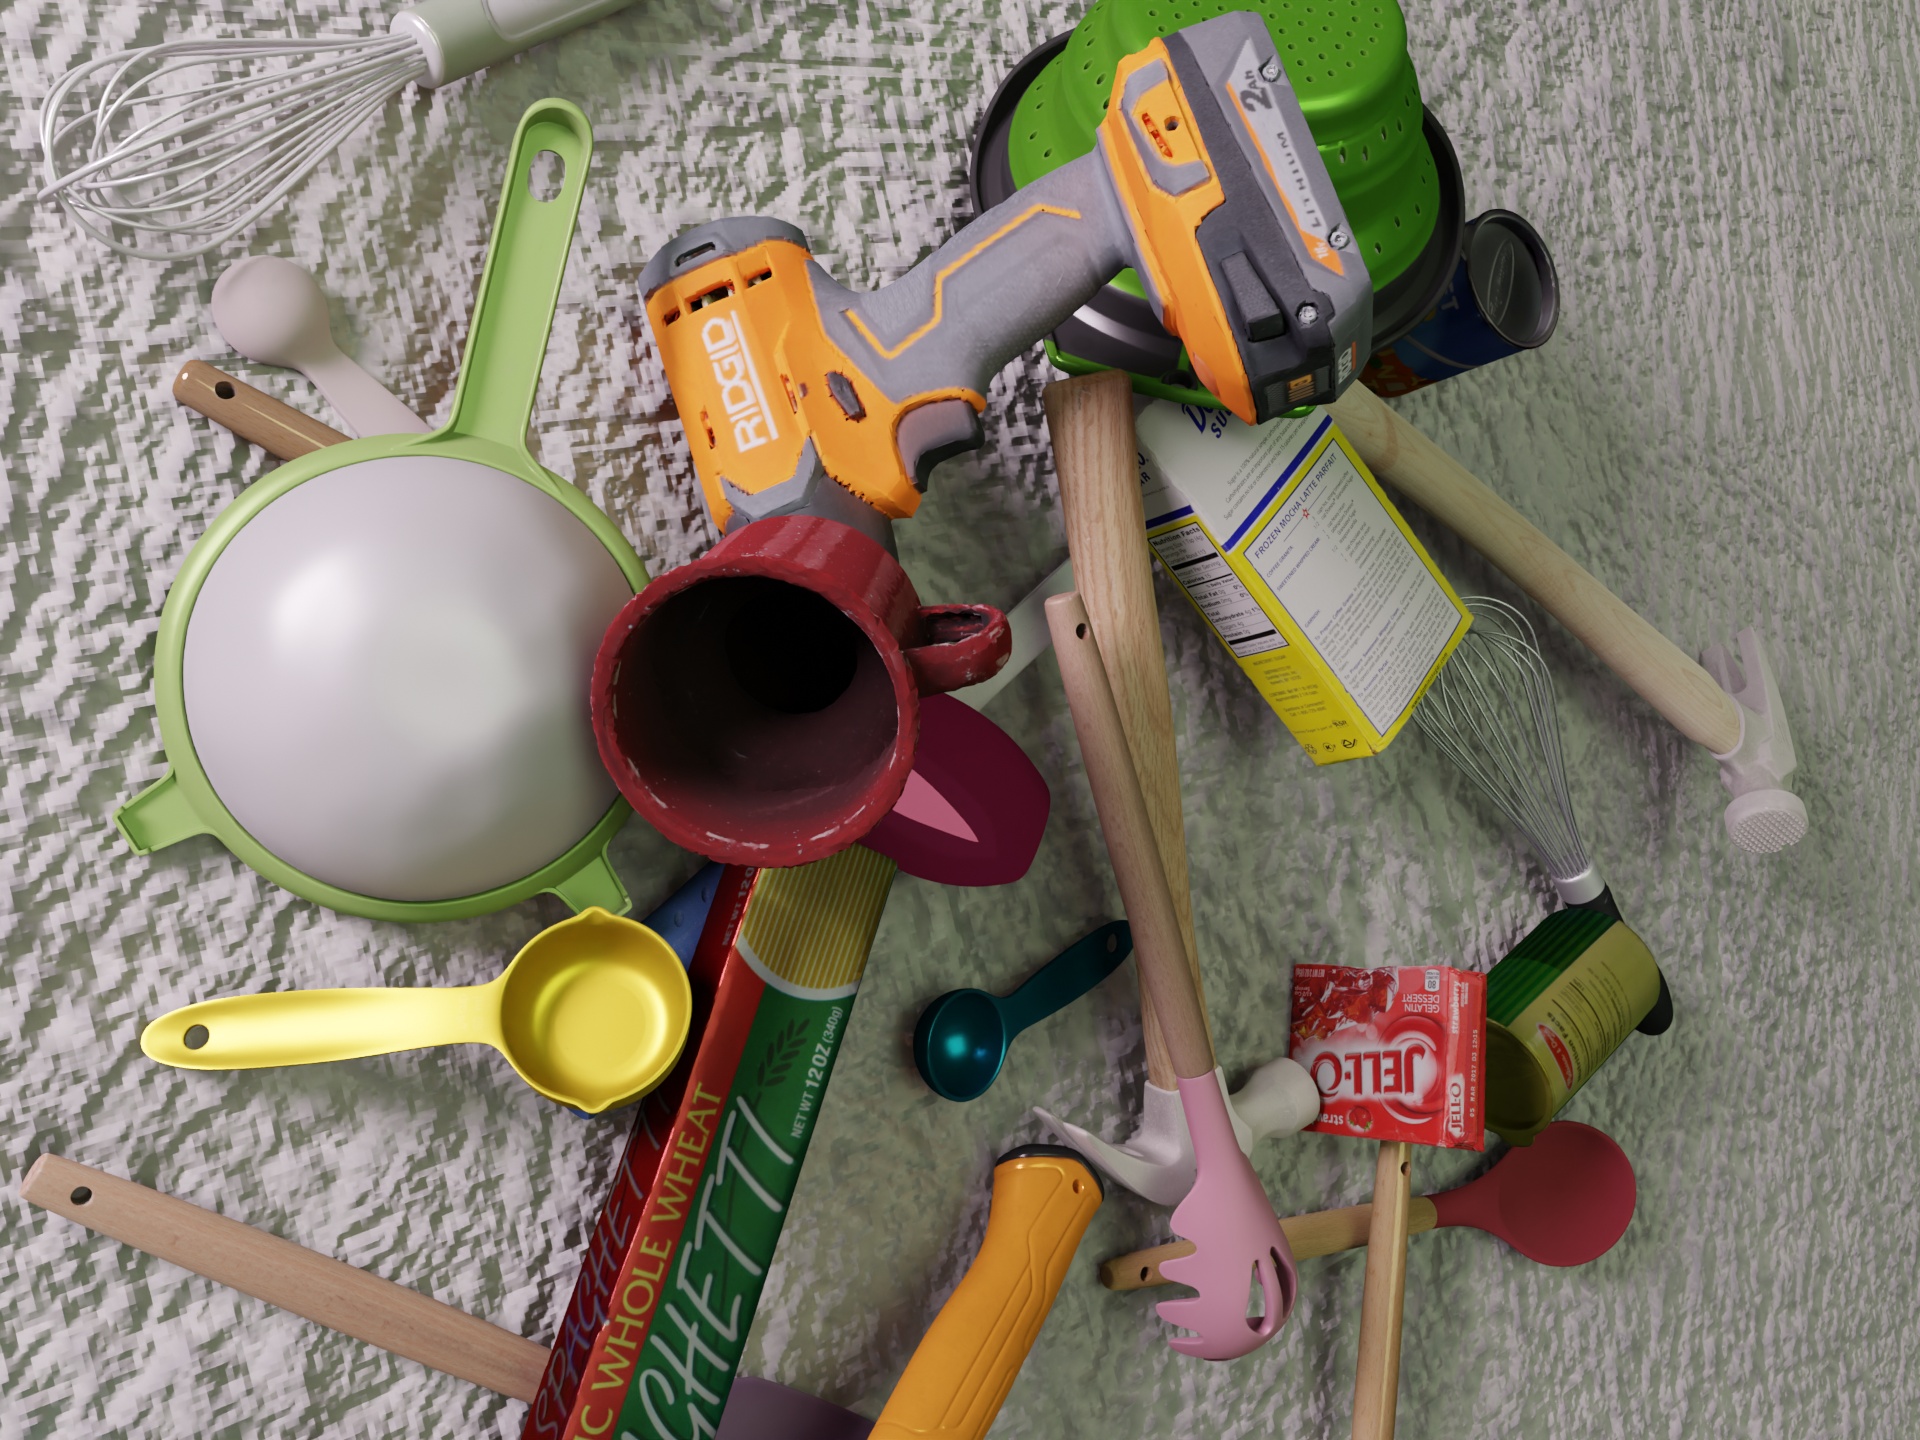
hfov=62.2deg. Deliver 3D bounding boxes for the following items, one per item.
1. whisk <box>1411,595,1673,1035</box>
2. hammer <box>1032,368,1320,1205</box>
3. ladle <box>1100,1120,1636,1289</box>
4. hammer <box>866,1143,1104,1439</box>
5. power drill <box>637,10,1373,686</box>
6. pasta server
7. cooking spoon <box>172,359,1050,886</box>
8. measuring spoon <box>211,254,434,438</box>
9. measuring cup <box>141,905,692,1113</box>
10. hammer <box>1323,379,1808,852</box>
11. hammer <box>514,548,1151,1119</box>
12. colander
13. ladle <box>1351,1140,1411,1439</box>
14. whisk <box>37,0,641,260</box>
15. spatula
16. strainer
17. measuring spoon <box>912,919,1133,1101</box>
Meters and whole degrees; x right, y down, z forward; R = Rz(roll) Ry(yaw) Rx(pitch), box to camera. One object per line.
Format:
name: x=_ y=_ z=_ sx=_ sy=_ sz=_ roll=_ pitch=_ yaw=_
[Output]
whisk: x=0.294 y=0.055 z=0.789 sx=0.070 sy=0.070 sz=0.284 roll=-47 pitch=114 yaw=-29
hammer: x=0.069 y=0.034 z=0.615 sx=0.130 sy=0.031 sz=0.331 roll=-19 pitch=106 yaw=-35
ladle: x=0.191 y=0.226 z=0.712 sx=0.315 sy=0.031 sz=0.069 roll=2 pitch=82 yaw=-32
hammer: x=-0.025 y=0.262 z=0.490 sx=0.127 sy=0.034 sz=0.337 roll=48 pitch=40 yaw=-6
power drill: x=0.016 y=-0.117 z=0.531 sx=0.084 sy=0.226 sz=0.164 roll=27 pitch=43 yaw=-75
pasta server: x=0.075 y=0.104 z=0.592 sx=0.060 sy=0.040 sz=0.316 roll=-25 pitch=105 yaw=-34
cooking spoon: x=-0.102 y=-0.030 z=0.527 sx=0.318 sy=0.017 sz=0.069 roll=29 pitch=65 yaw=-18
measuring spoon: x=-0.184 y=-0.099 z=0.509 sx=0.124 sy=0.018 sz=0.034 roll=47 pitch=61 yaw=-21
measuring cup: x=-0.158 y=0.092 z=0.475 sx=0.156 sy=0.029 sz=0.062 roll=-3 pitch=67 yaw=-6
hammer: x=0.283 y=-0.089 z=0.800 sx=0.410 sy=0.038 sz=0.146 roll=33 pitch=45 yaw=-21
hammer: x=-0.001 y=-0.002 z=0.609 sx=0.405 sy=0.035 sz=0.144 roll=-43 pitch=107 yaw=-31
colander: x=0.125 y=-0.307 z=0.662 sx=0.204 sy=0.094 sz=0.397 roll=12 pitch=60 yaw=3
ladle: x=0.176 y=0.335 z=0.655 sx=0.078 sy=0.062 sz=0.320 roll=13 pitch=79 yaw=-33
whisk: x=-0.181 y=-0.214 z=0.512 sx=0.246 sy=0.059 sz=0.057 roll=-44 pitch=119 yaw=-35
spatula: x=-0.137 y=0.206 z=0.498 sx=0.315 sy=0.018 sz=0.060 roll=36 pitch=67 yaw=-26
strainer: x=-0.142 y=-0.063 z=0.464 sx=0.151 sy=0.069 sz=0.256 roll=13 pitch=89 yaw=-20
measuring spoon: x=0.025 y=0.107 z=0.626 sx=0.128 sy=0.021 sz=0.042 roll=-25 pitch=107 yaw=-43
